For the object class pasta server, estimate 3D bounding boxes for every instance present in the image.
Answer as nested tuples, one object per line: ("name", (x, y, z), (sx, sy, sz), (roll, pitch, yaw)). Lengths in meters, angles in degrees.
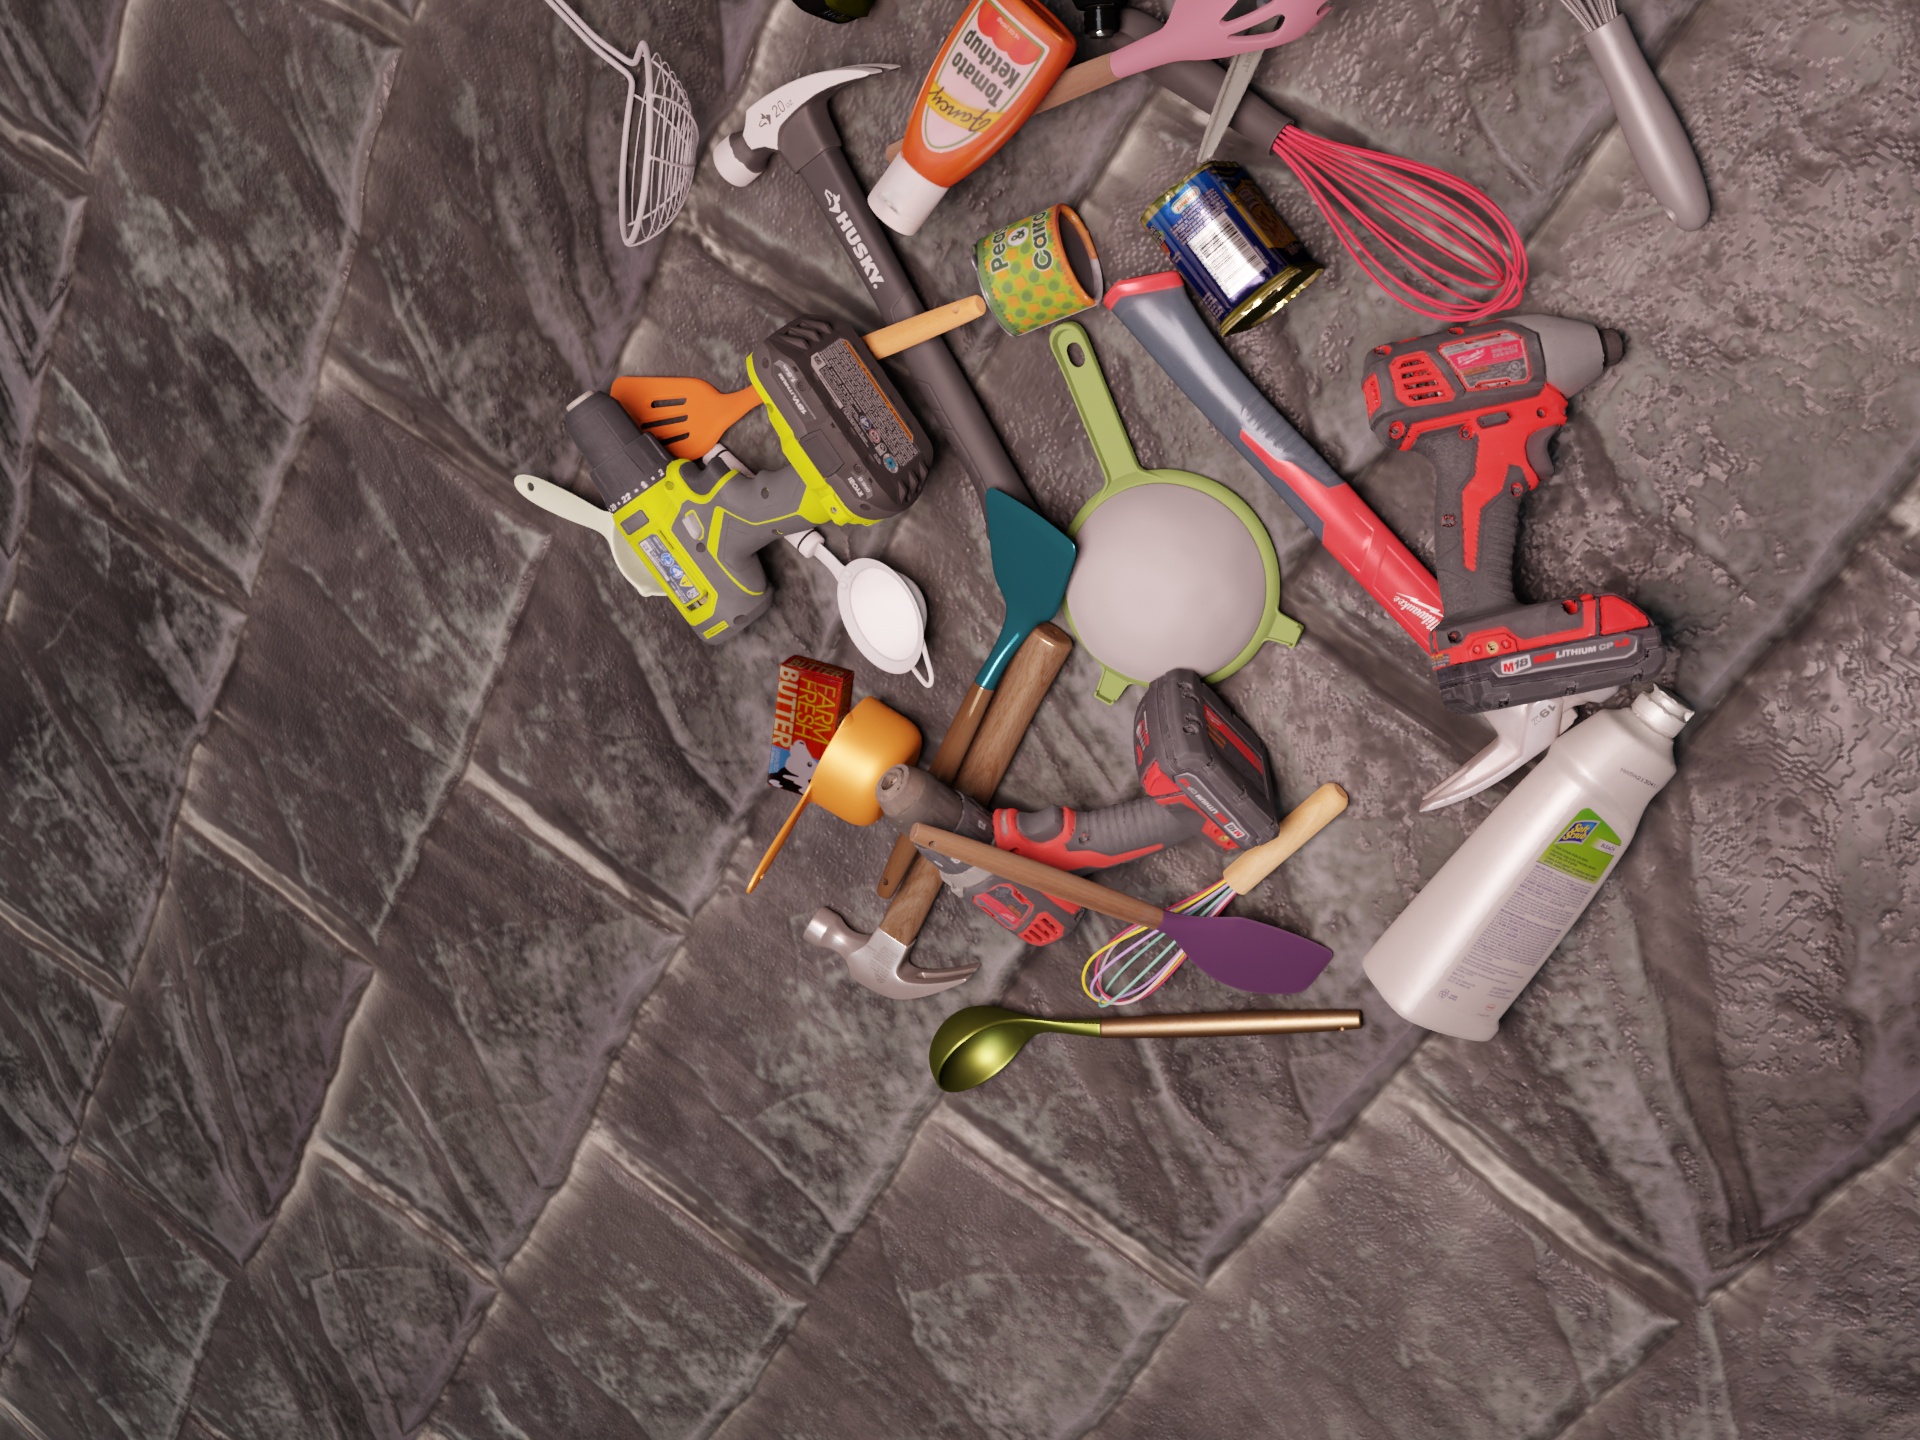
("pasta server", (0.073, -0.378, 0.927), (0.316, 0.040, 0.060), (-3, 139, 44))

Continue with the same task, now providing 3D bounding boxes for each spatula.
("spatula", (-0.117, -0.232, 1.072), (0.322, 0.041, 0.081), (-11, 81, 38))
("spatula", (0.109, 0.126, 1.060), (0.315, 0.018, 0.059), (22, 120, -18))
("spatula", (-0.002, -0.003, 1.095), (0.082, 0.044, 0.317), (39, 117, 29))

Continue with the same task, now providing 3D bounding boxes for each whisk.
("whisk", (0.200, -0.325, 0.918), (0.296, 0.073, 0.073), (40, 119, 12))
("whisk", (0.345, -0.370, 0.847), (0.055, 0.055, 0.239), (-25, 102, 28))
("whisk", (0.171, 0.124, 1.101), (0.047, 0.051, 0.245), (48, 116, 8))

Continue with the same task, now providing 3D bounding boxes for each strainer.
("strainer", (-0.099, -0.122, 1.129), (0.258, 0.050, 0.086), (43, 139, 10))
("strainer", (0.106, -0.130, 1.021), (0.151, 0.069, 0.256), (-18, 102, 27))

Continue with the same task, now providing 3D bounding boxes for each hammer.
("hammer", (-0.030, -0.263, 1.041), (0.146, 0.035, 0.334), (-22, 102, 42))
("hammer", (-0.001, 0.072, 1.161), (0.130, 0.031, 0.331), (32, 117, 10))
("hammer", (0.220, -0.119, 0.987), (0.386, 0.038, 0.143), (47, 118, 0))

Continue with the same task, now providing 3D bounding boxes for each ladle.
("ladle", (0.128, 0.234, 1.151), (0.320, 0.062, 0.078), (-6, 150, 21))

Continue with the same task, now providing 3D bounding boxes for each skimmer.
("skimmer", (-0.300, -0.476, 1.059), (0.363, 0.090, 0.127), (47, 151, 4))

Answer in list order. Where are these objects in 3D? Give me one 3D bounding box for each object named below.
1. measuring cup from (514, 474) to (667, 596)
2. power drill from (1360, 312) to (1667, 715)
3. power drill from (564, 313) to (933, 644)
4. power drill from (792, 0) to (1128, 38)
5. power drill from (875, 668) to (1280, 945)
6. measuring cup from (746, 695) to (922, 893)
("measuring cup", (-0.256, -0.152, 1.188), (0.168, 0.038, 0.083), (25, 116, 15))
("power drill", (0.320, -0.121, 0.905), (0.143, 0.078, 0.220), (-12, 87, 5))
("power drill", (-0.149, -0.171, 1.057), (0.228, 0.080, 0.190), (-25, 106, 38))
("power drill", (0.001, -0.485, 0.933), (0.223, 0.080, 0.171), (3, 105, 20))
("power drill", (0.074, 0.055, 1.054), (0.226, 0.080, 0.187), (-29, 128, 27))
("measuring cup", (-0.085, 0.063, 1.122), (0.052, 0.174, 0.095), (29, 151, 7))
